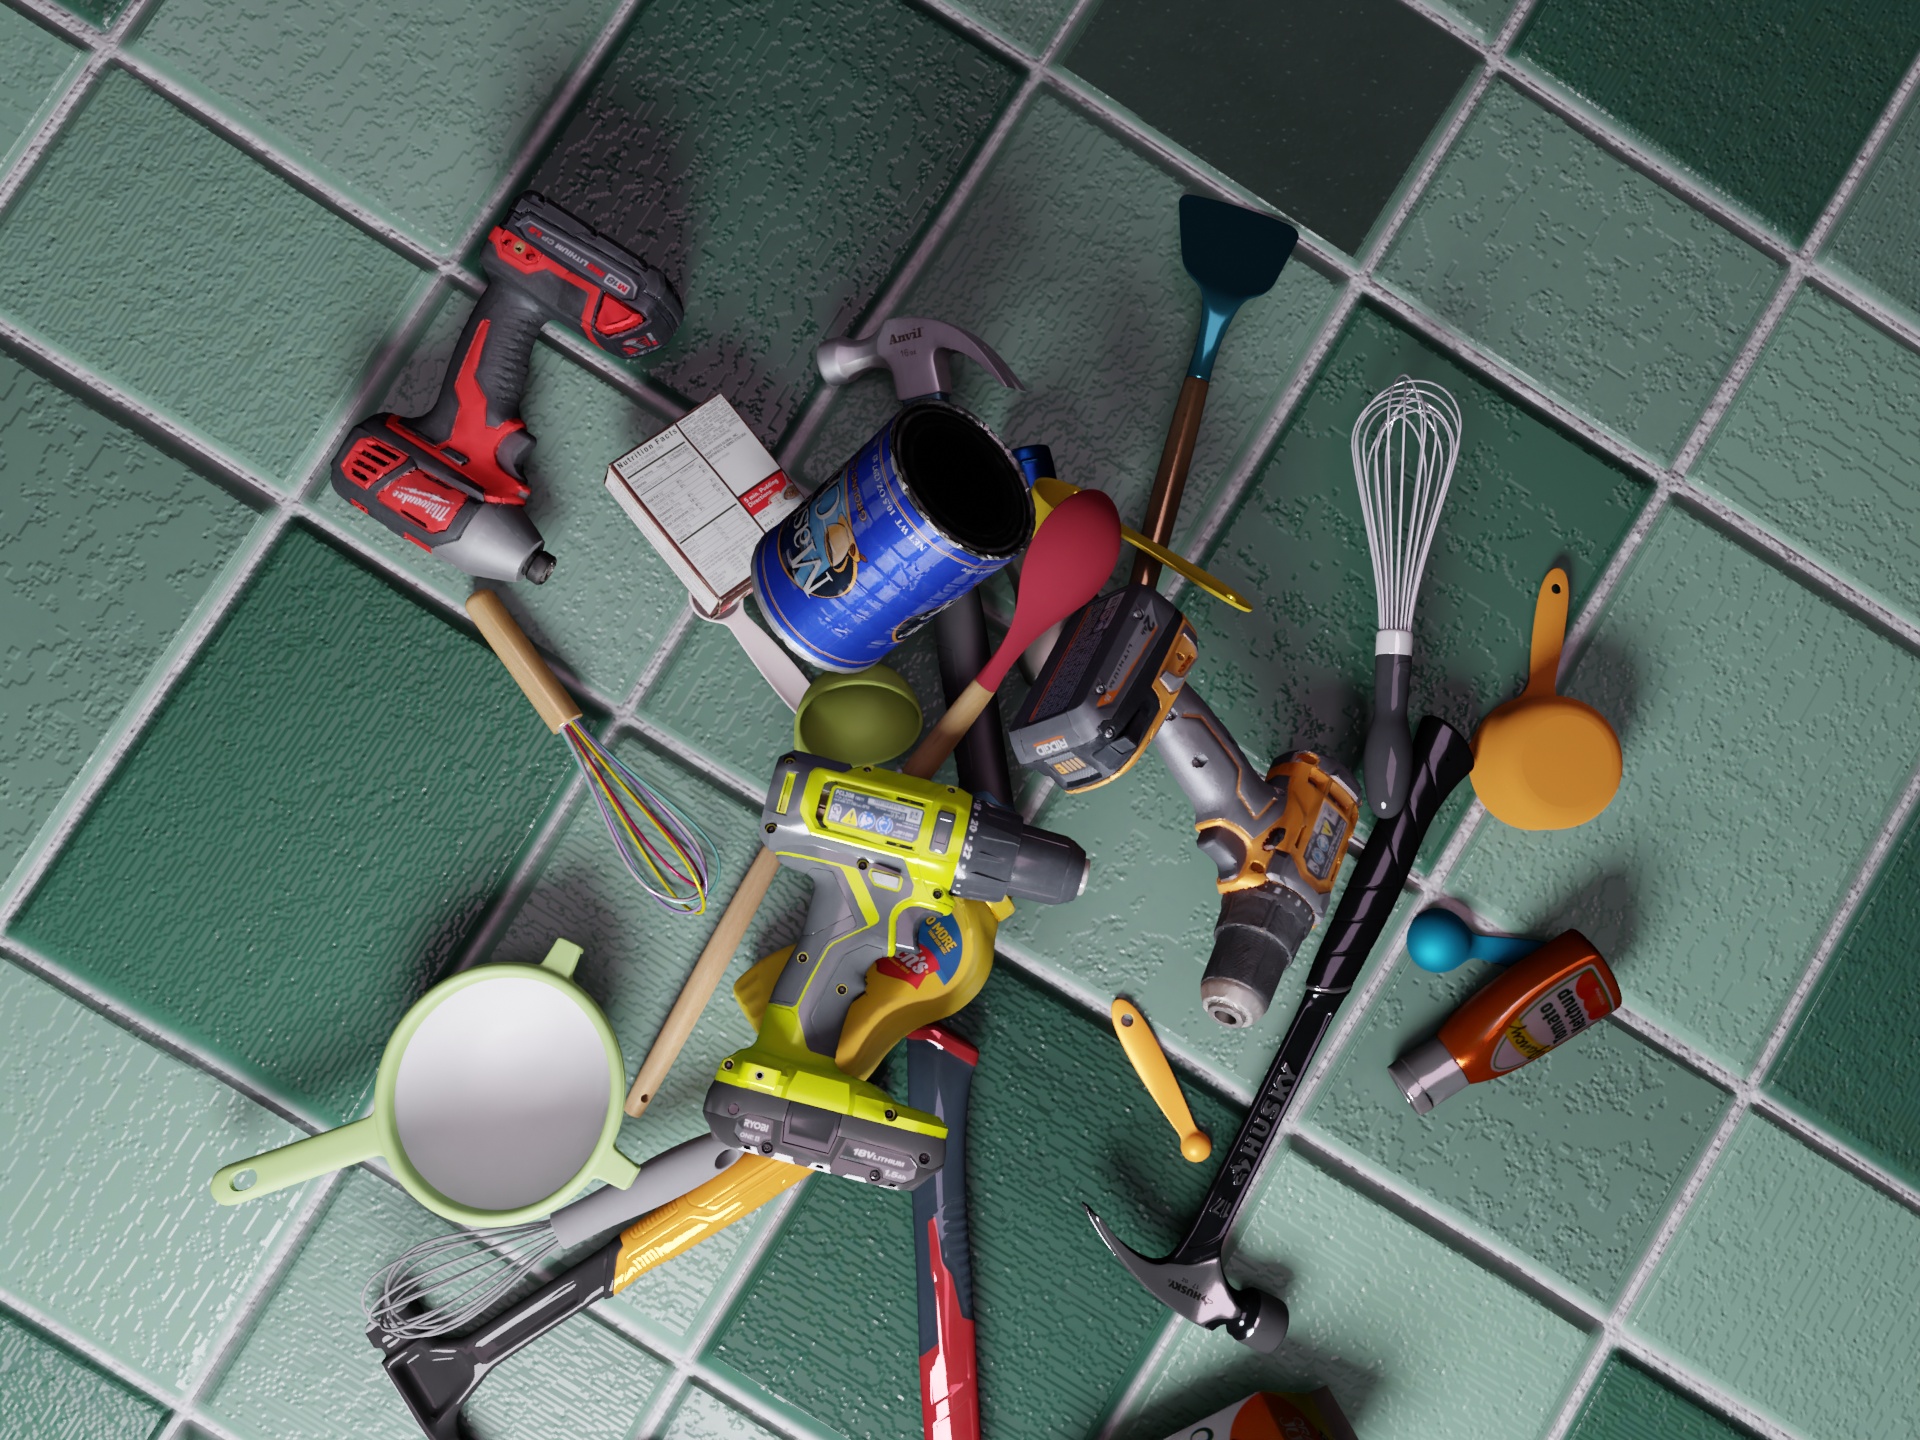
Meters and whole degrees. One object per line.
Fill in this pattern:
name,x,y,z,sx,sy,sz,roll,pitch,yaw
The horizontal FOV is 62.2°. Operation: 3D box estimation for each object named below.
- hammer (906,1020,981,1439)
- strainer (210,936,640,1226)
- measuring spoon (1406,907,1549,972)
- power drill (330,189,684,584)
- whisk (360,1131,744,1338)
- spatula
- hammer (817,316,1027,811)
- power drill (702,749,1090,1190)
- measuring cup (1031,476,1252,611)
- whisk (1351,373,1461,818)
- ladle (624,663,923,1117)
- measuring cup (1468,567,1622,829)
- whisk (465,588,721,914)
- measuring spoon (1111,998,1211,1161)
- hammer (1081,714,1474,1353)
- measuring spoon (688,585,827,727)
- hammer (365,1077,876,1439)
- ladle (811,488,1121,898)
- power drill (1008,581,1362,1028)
hammer,-0.024,0.381,0.983,0.143,0.038,0.386,-3,88,-3
strainer,-0.316,0.240,0.956,0.256,0.069,0.151,-19,76,2
measuring spoon,0.353,0.150,1.028,0.128,0.021,0.042,9,87,-4
power drill,-0.270,-0.196,0.977,0.143,0.078,0.219,33,89,-1
whisk,-0.237,0.298,0.939,0.239,0.055,0.055,-25,89,-9
spatula,0.144,-0.188,1.014,0.082,0.044,0.317,16,85,-3
hammer,-0.006,-0.087,0.991,0.128,0.033,0.331,-8,91,26
power drill,-0.038,0.143,0.908,0.190,0.080,0.229,15,76,-1
measuring cup,0.106,-0.097,0.968,0.156,0.062,0.029,28,118,-10
whisk,0.275,-0.080,1.004,0.070,0.070,0.285,5,83,-4
ladle,-0.123,0.107,0.982,0.078,0.062,0.320,29,89,-32
measuring cup,0.383,-0.015,1.022,0.095,0.052,0.173,7,89,-4
whisk,-0.228,0.018,0.985,0.051,0.047,0.245,-36,87,-4
measuring spoon,0.127,0.229,1.013,0.021,0.011,0.117,-29,90,-5
hammer,0.219,0.183,1.005,0.149,0.036,0.409,28,84,-11
measuring spoon,-0.128,-0.043,1.010,0.034,0.018,0.124,-42,97,-20
hammer,-0.187,0.328,0.976,0.337,0.034,0.127,-33,89,-5
ladle,-0.002,-0.003,0.952,0.315,0.069,0.031,-53,49,20
power drill,0.135,0.053,0.937,0.226,0.084,0.185,42,56,-20
